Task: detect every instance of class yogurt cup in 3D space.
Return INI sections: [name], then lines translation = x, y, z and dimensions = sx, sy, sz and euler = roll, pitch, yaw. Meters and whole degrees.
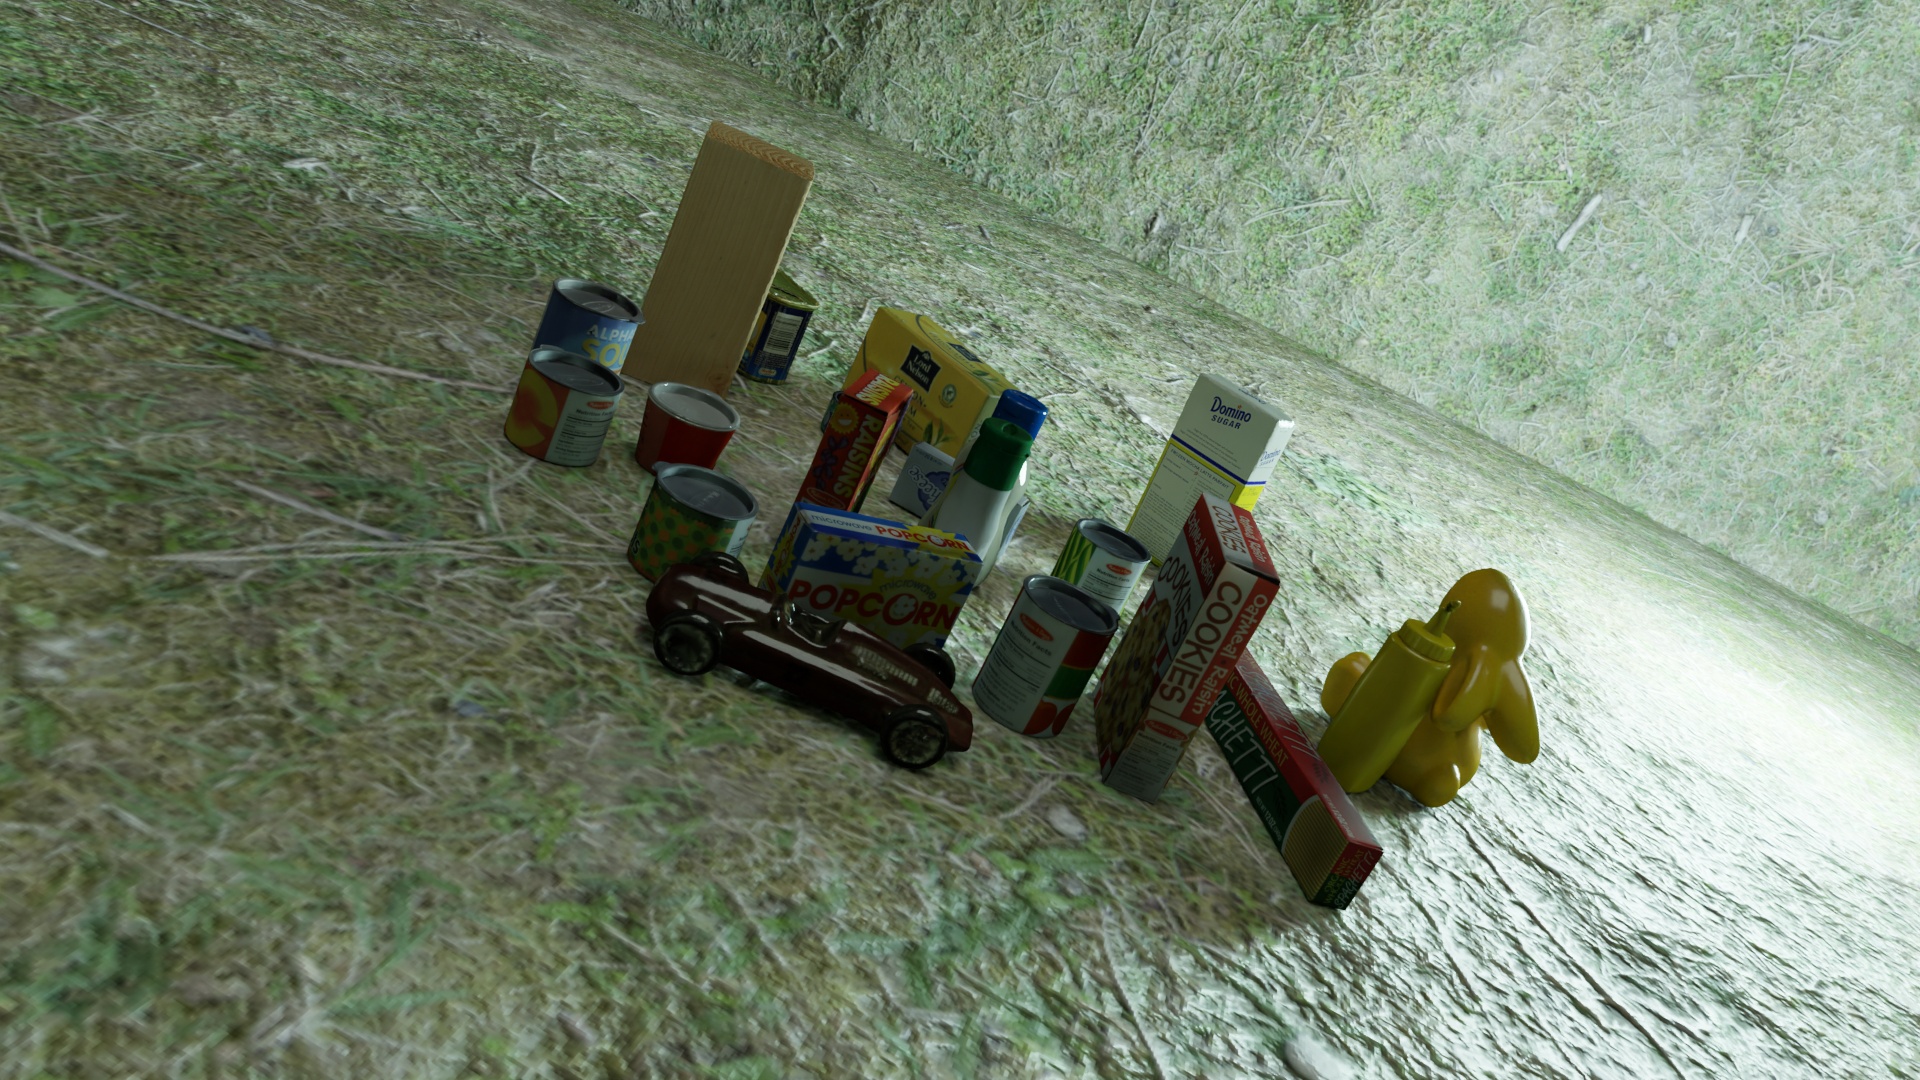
[yogurt cup]
translation = -0.199, -0.075, 0.997
dimensions = 0.072, 0.053, 0.073
euler = 22, 21, -9

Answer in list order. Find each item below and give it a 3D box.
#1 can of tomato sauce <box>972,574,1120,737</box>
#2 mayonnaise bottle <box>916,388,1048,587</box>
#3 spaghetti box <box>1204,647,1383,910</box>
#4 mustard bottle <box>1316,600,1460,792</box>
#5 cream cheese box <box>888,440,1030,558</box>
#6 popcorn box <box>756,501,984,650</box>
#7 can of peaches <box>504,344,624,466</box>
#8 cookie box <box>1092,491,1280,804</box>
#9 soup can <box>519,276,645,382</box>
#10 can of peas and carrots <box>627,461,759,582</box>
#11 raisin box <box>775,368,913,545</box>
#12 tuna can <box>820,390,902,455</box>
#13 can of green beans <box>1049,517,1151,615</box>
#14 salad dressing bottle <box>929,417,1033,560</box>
[can of tomato sauce]
translation = 0.055, 0.074, 0.889
dimensions = 0.071, 0.082, 0.071
euler = 22, 20, -9
[mayonnaise bottle]
translation = 0.017, -0.040, 1.027
dimensions = 0.065, 0.147, 0.041
euler = 33, 21, 20
[spaghetti box]
translation = 0.211, 0.147, 0.941
dimensions = 0.029, 0.050, 0.251
euler = 19, 22, -19
[mustard bottle]
translation = 0.314, 0.107, 1.000
dimensions = 0.049, 0.159, 0.065
euler = 38, 23, 29
[cream cheese box]
translation = -0.001, -0.032, 1.123
dimensions = 0.104, 0.053, 0.024
euler = 29, 20, 10
[popcorn box]
translation = -0.059, 0.030, 0.862
dimensions = 0.127, 0.085, 0.038
euler = 11, 24, -33
[can of peaches]
translation = -0.272, -0.092, 0.948
dimensions = 0.071, 0.058, 0.071
euler = 22, 21, -9
[cookie box]
translation = 0.141, 0.066, 0.889
dimensions = 0.040, 0.166, 0.123
euler = 23, 20, -7
[soup can]
translation = -0.277, -0.140, 1.021
dimensions = 0.071, 0.083, 0.071
euler = 22, 20, -9
[can of peas and carrots]
translation = -0.169, -0.008, 0.863
dimensions = 0.071, 0.058, 0.071
euler = 22, 21, -9
[raisin box]
translation = -0.080, -0.053, 0.981
dimensions = 0.040, 0.123, 0.086
euler = 26, 20, 1
[tuna can]
translation = -0.086, -0.101, 1.221
dimensions = 0.071, 0.032, 0.071
euler = 22, 21, -9
[can of green beans]
translation = 0.110, 0.023, 1.112
dimensions = 0.071, 0.057, 0.071
euler = 22, 21, -9
[salad dressing bottle]
translation = 0.003, -0.012, 0.945
dimensions = 0.044, 0.147, 0.064
euler = 26, 20, 2
